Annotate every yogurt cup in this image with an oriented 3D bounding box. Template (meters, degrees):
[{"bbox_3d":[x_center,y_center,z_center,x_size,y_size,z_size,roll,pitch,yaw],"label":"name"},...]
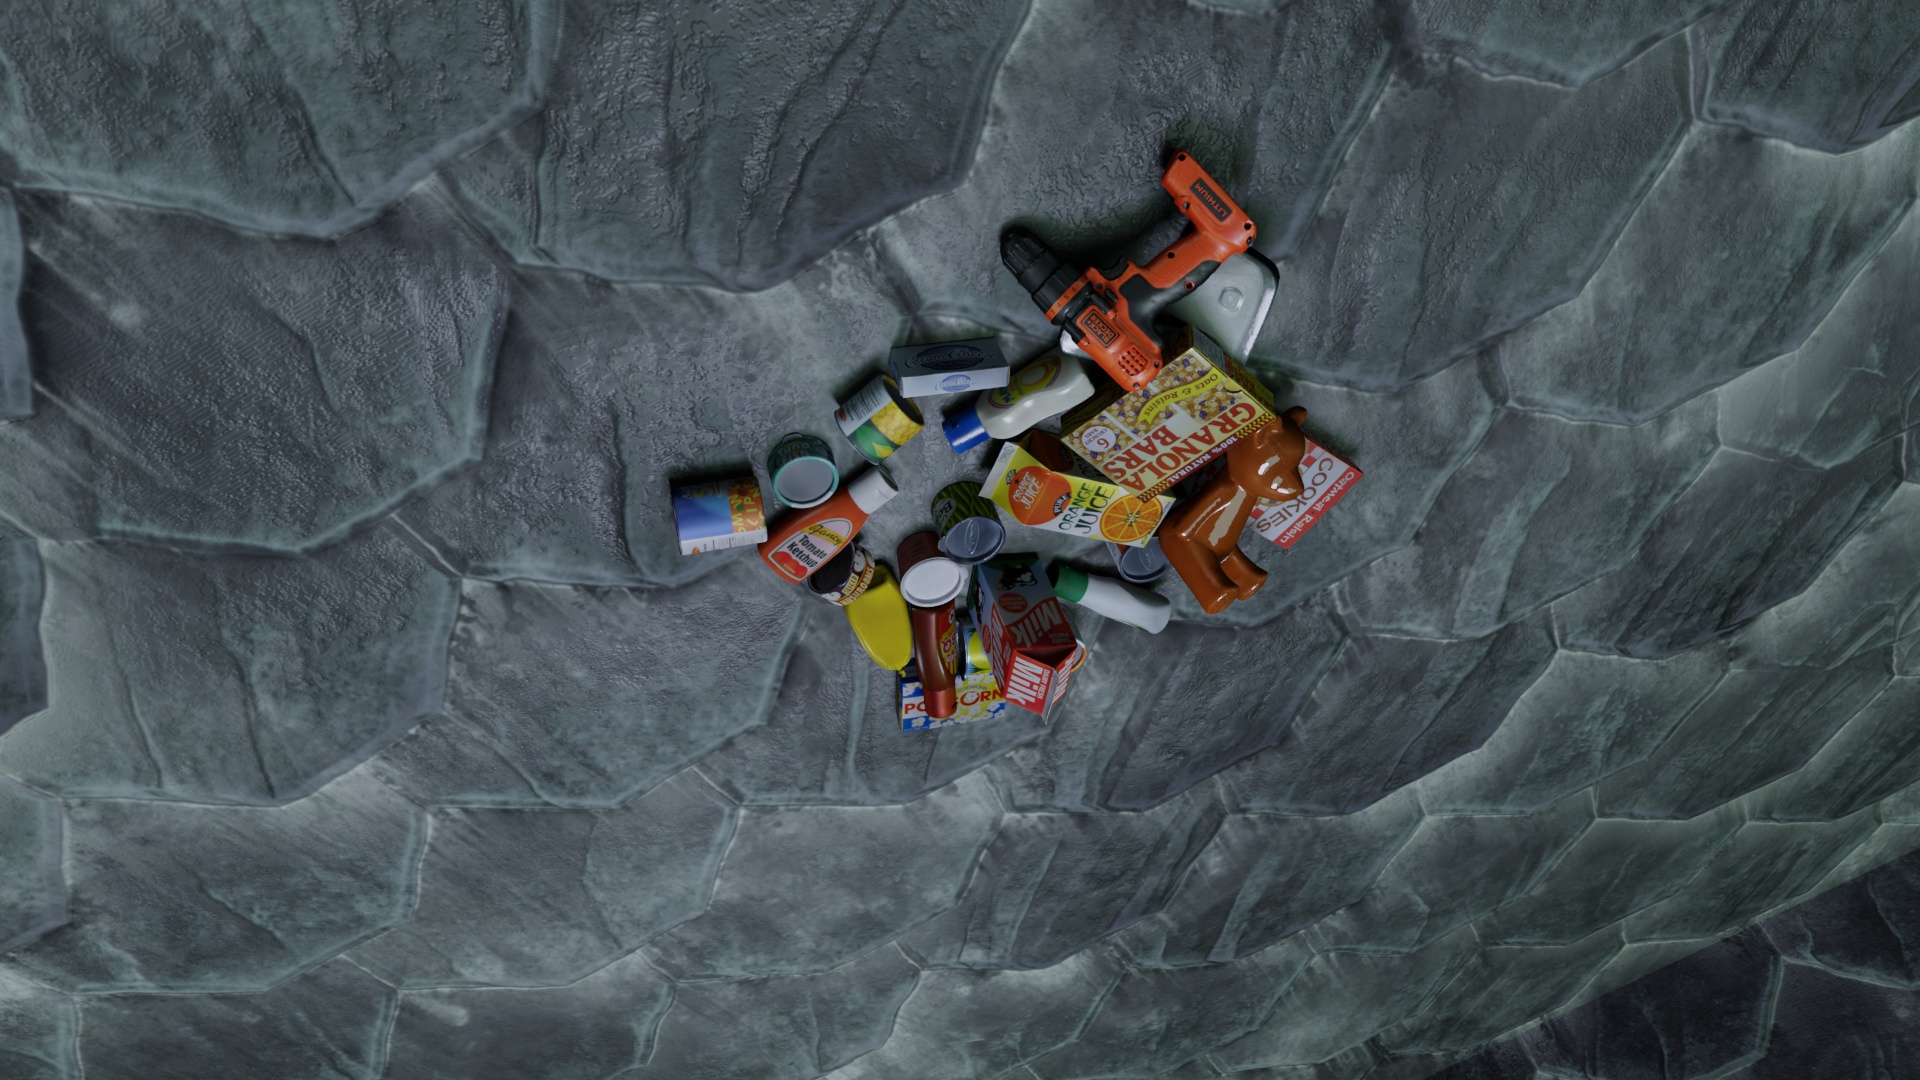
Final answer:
[{"bbox_3d":[-0.035,0.028,1.459,0.072,0.054,0.072,-10,133,-11],"label":"yogurt cup"}]

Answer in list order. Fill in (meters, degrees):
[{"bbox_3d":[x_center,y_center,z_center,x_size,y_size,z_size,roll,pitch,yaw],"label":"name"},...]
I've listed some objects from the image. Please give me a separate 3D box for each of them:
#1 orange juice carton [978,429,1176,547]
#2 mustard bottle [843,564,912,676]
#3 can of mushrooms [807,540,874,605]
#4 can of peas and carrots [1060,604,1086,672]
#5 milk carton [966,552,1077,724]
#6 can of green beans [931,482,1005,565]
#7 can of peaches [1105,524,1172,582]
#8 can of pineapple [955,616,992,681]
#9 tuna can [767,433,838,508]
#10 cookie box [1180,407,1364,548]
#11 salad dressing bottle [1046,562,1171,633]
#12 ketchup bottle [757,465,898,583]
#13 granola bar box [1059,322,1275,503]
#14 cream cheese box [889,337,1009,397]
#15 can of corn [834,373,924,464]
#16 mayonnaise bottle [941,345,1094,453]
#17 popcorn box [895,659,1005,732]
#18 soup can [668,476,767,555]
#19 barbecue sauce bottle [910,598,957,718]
[{"bbox_3d":[0.116,-0.055,1.424,0.193,0.073,0.071,10,127,-26],"label":"orange juice carton"},{"bbox_3d":[-0.084,0.095,1.506,0.065,0.049,0.159,-18,134,-3],"label":"mustard bottle"},{"bbox_3d":[-0.121,0.032,1.422,0.071,0.071,0.033,-39,133,17],"label":"can of mushrooms"},{"bbox_3d":[0.104,0.116,1.583,0.071,0.059,0.070,-9,132,-10],"label":"can of peas and carrots"},{"bbox_3d":[0.068,0.101,1.465,0.073,0.191,0.072,-3,131,-17],"label":"milk carton"},{"bbox_3d":[0.007,-0.018,1.430,0.071,0.058,0.071,-10,133,-11],"label":"can of green beans"},{"bbox_3d":[0.197,0.002,1.514,0.071,0.058,0.070,-10,132,-11],"label":"can of peaches"},{"bbox_3d":[0.025,0.118,1.550,0.058,0.071,0.070,-6,132,-15],"label":"can of pineapple"},{"bbox_3d":[-0.153,-0.067,1.348,0.071,0.033,0.070,-10,133,-11],"label":"tuna can"},{"bbox_3d":[0.340,-0.069,1.511,0.167,0.040,0.122,25,119,-35],"label":"cookie box"},{"bbox_3d":[0.164,0.063,1.559,0.148,0.064,0.044,19,104,-22],"label":"salad dressing bottle"},{"bbox_3d":[-0.130,-0.020,1.391,0.148,0.044,0.064,-37,129,13],"label":"ketchup bottle"},{"bbox_3d":[0.196,-0.117,1.326,0.124,0.039,0.165,34,128,-29],"label":"granola bar box"},{"bbox_3d":[-0.011,-0.162,1.299,0.104,0.053,0.024,-8,130,-12],"label":"cream cheese box"},{"bbox_3d":[-0.074,-0.114,1.311,0.058,0.071,0.071,-38,131,15],"label":"can of corn"},{"bbox_3d":[0.054,-0.133,1.343,0.148,0.065,0.041,-28,134,11],"label":"mayonnaise bottle"},{"bbox_3d":[-0.011,0.172,1.607,0.127,0.038,0.084,-8,131,-12],"label":"popcorn box"},{"bbox_3d":[-0.233,-0.027,1.336,0.084,0.071,0.071,-10,133,-12],"label":"soup can"},{"bbox_3d":[-0.026,0.124,1.520,0.043,0.065,0.147,7,119,19],"label":"barbecue sauce bottle"}]
